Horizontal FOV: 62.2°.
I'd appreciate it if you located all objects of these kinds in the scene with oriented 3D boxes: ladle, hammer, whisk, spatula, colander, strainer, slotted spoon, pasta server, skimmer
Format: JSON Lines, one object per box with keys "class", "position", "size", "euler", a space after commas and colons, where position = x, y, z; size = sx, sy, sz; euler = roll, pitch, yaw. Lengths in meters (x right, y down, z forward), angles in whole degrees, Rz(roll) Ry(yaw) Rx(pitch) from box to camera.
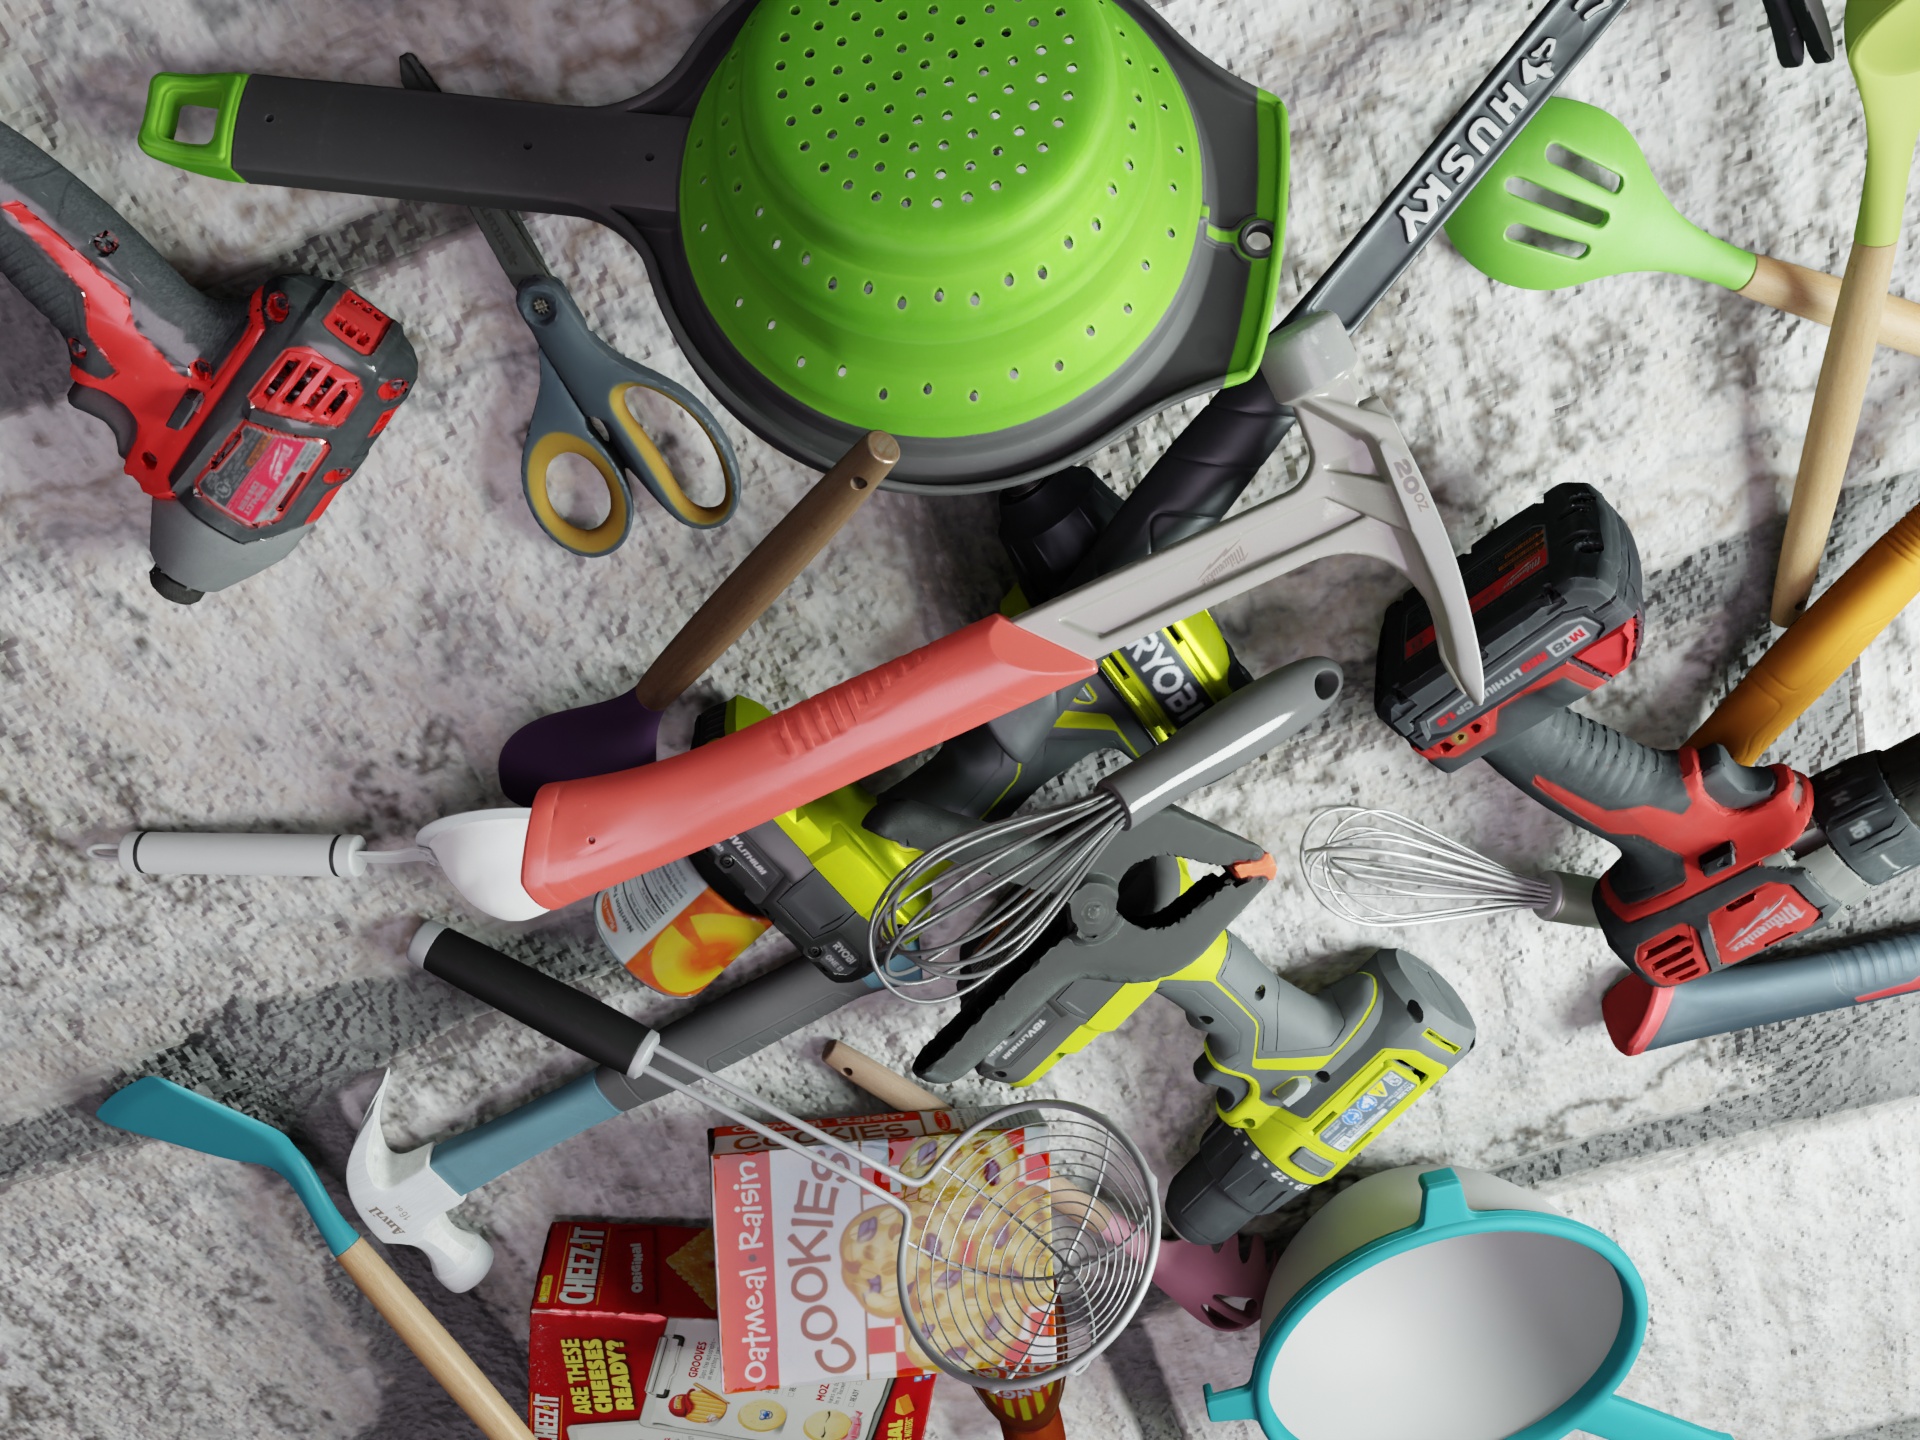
{"class": "ladle", "position": [0.349, -0.153, 0.602], "size": [0.078, 0.062, 0.319], "euler": [-17, 132, -5]}
{"class": "hammer", "position": [0.400, -0.078, 0.660], "size": [0.127, 0.034, 0.336], "euler": [6, 130, -34]}
{"class": "whisk", "position": [0.276, 0.082, 0.768], "size": [0.246, 0.059, 0.057], "euler": [10, 155, -14]}
{"class": "spatula", "position": [-0.303, 0.294, 0.806], "size": [0.082, 0.044, 0.317], "euler": [-30, 101, 38]}
{"class": "colander", "position": [-0.089, -0.192, 0.509], "size": [0.397, 0.094, 0.204], "euler": [7, 82, 4]}
{"class": "hammer", "position": [0.526, 0.127, 0.814], "size": [0.386, 0.038, 0.143], "euler": [-13, 121, 3]}
{"class": "spatula", "position": [-0.110, -0.022, 0.612], "size": [0.059, 0.018, 0.316], "euler": [29, 142, -21]}
{"class": "hammer", "position": [0.140, -0.147, 0.584], "size": [0.149, 0.036, 0.409], "euler": [36, 102, -13]}
{"class": "strainer", "position": [-0.264, 0.063, 0.707], "size": [0.258, 0.050, 0.086], "euler": [1, 156, 4]}
{"class": "hammer", "position": [0.002, -0.005, 0.588], "size": [0.359, 0.037, 0.149], "euler": [-25, 101, 9]}
{"class": "slotted spoon", "position": [0.335, -0.174, 0.635], "size": [0.313, 0.031, 0.070], "euler": [13, 117, -13]}
{"class": "pasta server", "position": [0.055, 0.251, 0.855], "size": [0.316, 0.040, 0.060], "euler": [36, 111, -17]}
{"class": "whisk", "position": [0.063, 0.035, 0.622], "size": [0.239, 0.055, 0.055], "euler": [-30, 122, -22]}
{"class": "strainer", "position": [0.302, 0.338, 0.886], "size": [0.340, 0.095, 0.211], "euler": [27, 113, -23]}
{"class": "skimmer", "position": [-0.089, 0.170, 0.705], "size": [0.363, 0.127, 0.090], "euler": [26, 157, 5]}
{"class": "hammer", "position": [-0.161, 0.178, 0.791], "size": [0.331, 0.033, 0.128], "euler": [-28, 119, 11]}

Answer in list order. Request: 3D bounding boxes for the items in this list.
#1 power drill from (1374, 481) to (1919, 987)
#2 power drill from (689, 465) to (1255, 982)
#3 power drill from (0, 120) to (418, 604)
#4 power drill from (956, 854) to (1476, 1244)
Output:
{"class": "power drill", "position": [0.307, 0.005, 0.664], "size": [0.226, 0.080, 0.188], "euler": [40, 128, -15]}
{"class": "power drill", "position": [-0.001, -0.002, 0.680], "size": [0.223, 0.080, 0.171], "euler": [-34, 117, 10]}
{"class": "power drill", "position": [-0.327, -0.141, 0.575], "size": [0.219, 0.079, 0.143], "euler": [34, 112, -24]}
{"class": "power drill", "position": [0.112, 0.161, 0.779], "size": [0.228, 0.080, 0.190], "euler": [32, 112, -23]}
